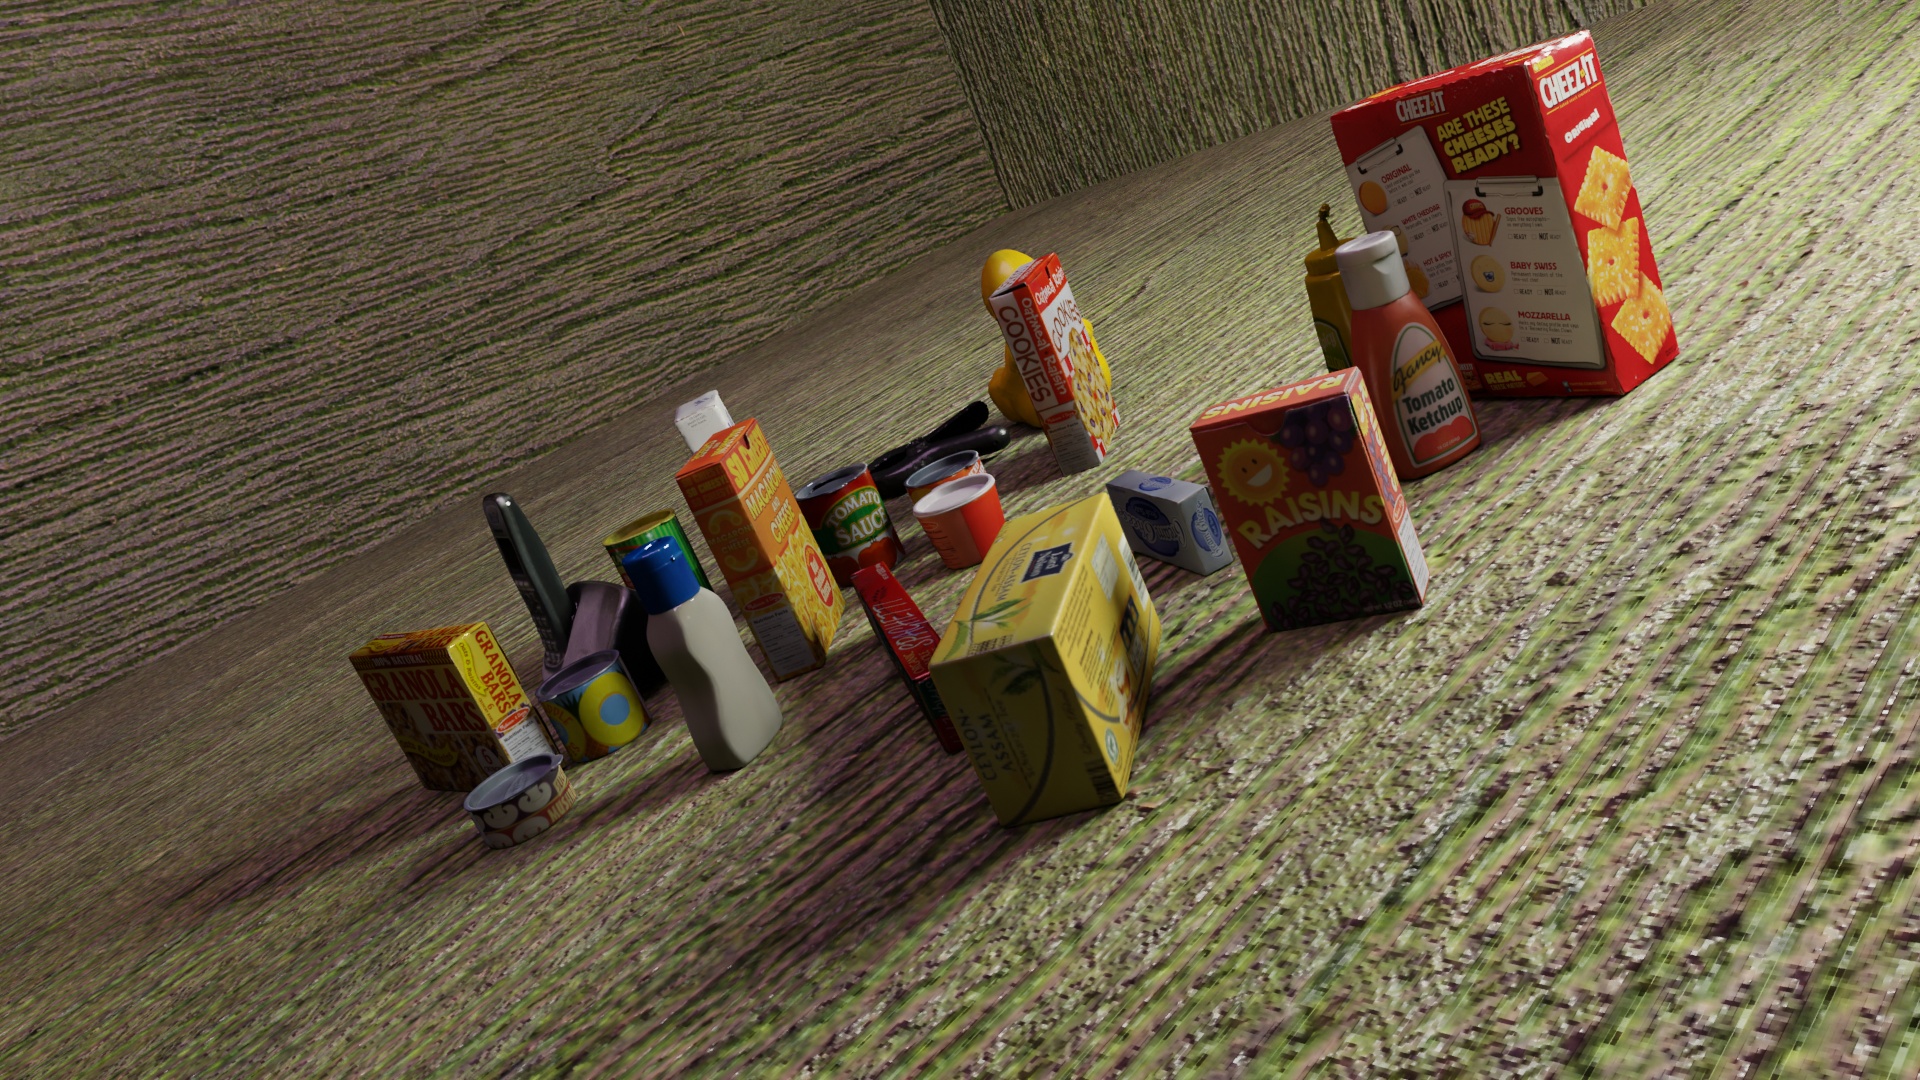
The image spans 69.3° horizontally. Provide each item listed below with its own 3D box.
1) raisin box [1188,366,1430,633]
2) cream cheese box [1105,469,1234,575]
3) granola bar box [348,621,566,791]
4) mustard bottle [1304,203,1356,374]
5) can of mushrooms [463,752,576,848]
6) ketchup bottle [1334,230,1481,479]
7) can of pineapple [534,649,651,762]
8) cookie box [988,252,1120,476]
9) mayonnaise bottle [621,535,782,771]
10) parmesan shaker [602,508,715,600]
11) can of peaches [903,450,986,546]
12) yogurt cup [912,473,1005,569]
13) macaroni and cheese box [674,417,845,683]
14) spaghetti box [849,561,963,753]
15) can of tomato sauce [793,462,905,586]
[{"bbox_3d":[0.182,-0.019,0.723,0.086,0.123,0.040,-13,19,33],"label":"raisin box"},{"bbox_3d":[0.134,-0.013,0.895,0.024,0.053,0.104,-28,17,-14],"label":"cream cheese box"},{"bbox_3d":[-0.376,0.126,1.035,0.165,0.124,0.039,-8,22,44],"label":"granola bar box"},{"bbox_3d":[0.273,-0.157,0.968,0.049,0.160,0.065,-25,16,-5],"label":"mustard bottle"},{"bbox_3d":[-0.293,0.173,0.932,0.071,0.033,0.071,-22,16,7],"label":"can of mushrooms"},{"bbox_3d":[0.271,-0.116,0.859,0.065,0.148,0.043,-27,16,-10],"label":"ketchup bottle"},{"bbox_3d":[-0.270,0.122,1.018,0.071,0.057,0.071,-22,16,7],"label":"can of pineapple"},{"bbox_3d":[0.086,-0.156,1.206,0.040,0.167,0.123,-18,17,21],"label":"cookie box"},{"bbox_3d":[-0.165,0.069,0.878,0.041,0.147,0.065,-15,18,28],"label":"mayonnaise bottle"},{"bbox_3d":[-0.253,0.032,1.196,0.071,0.103,0.071,-22,16,7],"label":"parmesan shaker"},{"bbox_3d":[-0.003,-0.034,1.143,0.071,0.058,0.071,-22,16,7],"label":"can of peaches"},{"bbox_3d":[0.004,-0.013,1.075,0.072,0.053,0.072,-22,16,7],"label":"yogurt cup"},{"bbox_3d":[-0.142,0.003,1.022,0.040,0.166,0.124,-21,16,10],"label":"macaroni and cheese box"},{"bbox_3d":[-0.031,0.067,0.878,0.029,0.050,0.250,-26,16,-7],"label":"spaghetti box"},{"bbox_3d":[-0.090,-0.012,1.149,0.071,0.083,0.071,-22,16,7],"label":"can of tomato sauce"}]
